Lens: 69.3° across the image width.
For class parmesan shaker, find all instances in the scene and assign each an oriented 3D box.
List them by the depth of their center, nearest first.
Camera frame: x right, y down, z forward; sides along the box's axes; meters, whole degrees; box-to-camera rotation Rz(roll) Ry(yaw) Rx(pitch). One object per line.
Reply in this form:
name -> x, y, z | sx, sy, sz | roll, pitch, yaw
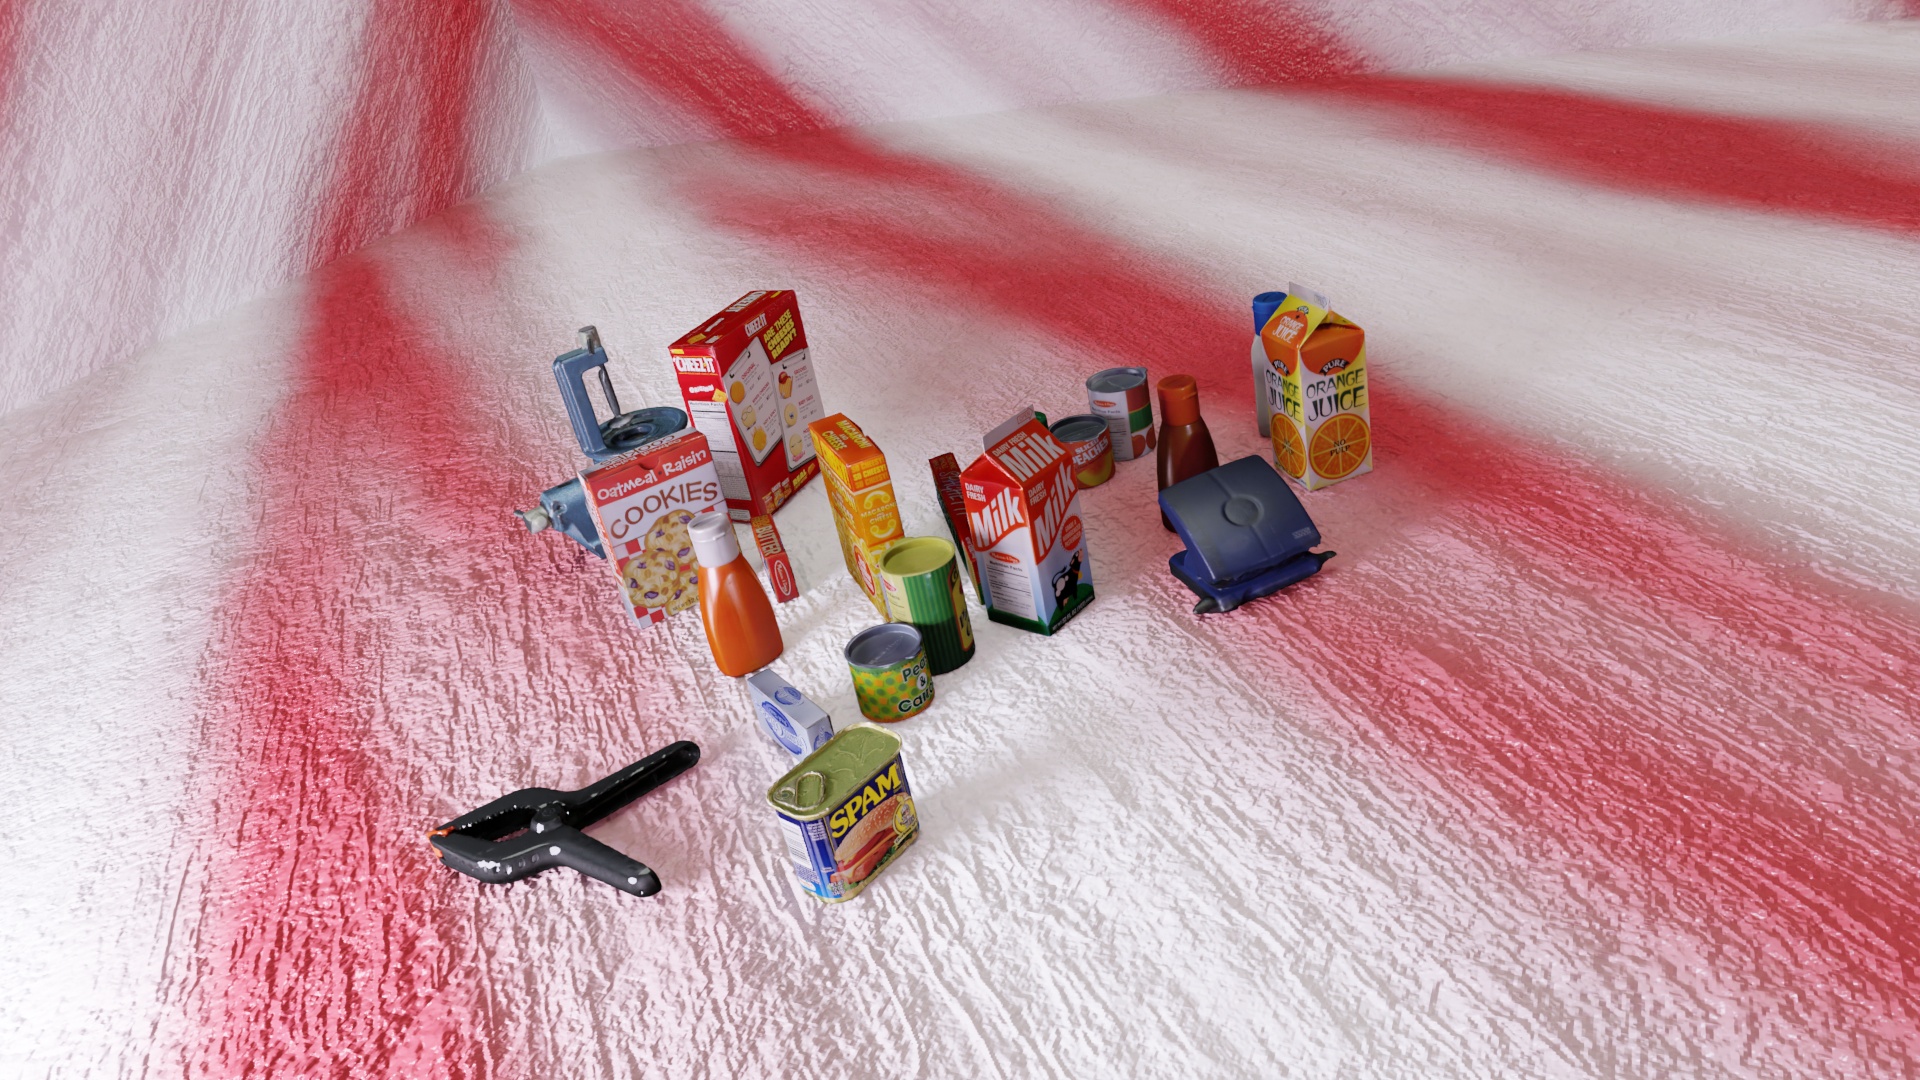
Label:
parmesan shaker -> -0.028, 0.055, 1.201 | 0.071, 0.102, 0.071 | -10, 28, 5

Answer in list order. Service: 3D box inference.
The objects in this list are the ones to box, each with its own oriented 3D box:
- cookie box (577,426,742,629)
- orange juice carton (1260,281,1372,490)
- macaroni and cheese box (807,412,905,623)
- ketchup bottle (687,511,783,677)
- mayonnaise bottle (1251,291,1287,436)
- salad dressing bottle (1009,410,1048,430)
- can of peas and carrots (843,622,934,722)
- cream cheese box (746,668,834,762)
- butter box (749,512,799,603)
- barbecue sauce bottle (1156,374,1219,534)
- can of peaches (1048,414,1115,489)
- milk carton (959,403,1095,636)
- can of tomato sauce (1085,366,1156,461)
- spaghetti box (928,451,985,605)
cookie box -> -0.288, -0.013, 1.362 | 0.123, 0.166, 0.040 | -26, 30, -24
orange juice carton -> 0.344, -0.153, 1.343 | 0.073, 0.191, 0.072 | -18, 28, -11
macaroni and cheese box -> -0.089, -0.024, 1.304 | 0.040, 0.165, 0.124 | -20, 29, -15
ketchup bottle -> -0.205, 0.047, 1.239 | 0.065, 0.148, 0.043 | -28, 31, -27
mayonnaise bottle -> 0.331, -0.185, 1.455 | 0.041, 0.147, 0.065 | 9, 35, 35
salad dressing bottle -> 0.075, -0.048, 1.304 | 0.064, 0.147, 0.044 | 0, 30, 23
can of peas and carrots -> -0.056, 0.110, 1.157 | 0.071, 0.058, 0.071 | -10, 28, 5
cream cheese box -> -0.134, 0.148, 1.125 | 0.024, 0.053, 0.104 | -27, 31, -26
butter box -> -0.187, 0.016, 1.390 | 0.024, 0.053, 0.104 | -17, 28, -9
barbecue sauce bottle -> 0.213, -0.082, 1.311 | 0.065, 0.147, 0.044 | -27, 31, -26
can of peaches -> 0.128, -0.093, 1.460 | 0.071, 0.057, 0.071 | -10, 28, 5
milk carton -> 0.057, -0.019, 1.212 | 0.073, 0.189, 0.073 | 13, 37, 40
can of tomato sauce -> 0.175, -0.137, 1.498 | 0.071, 0.082, 0.071 | -10, 28, 5
spaghetti box -> 0.005, -0.017, 1.379 | 0.029, 0.050, 0.251 | -15, 28, -4
